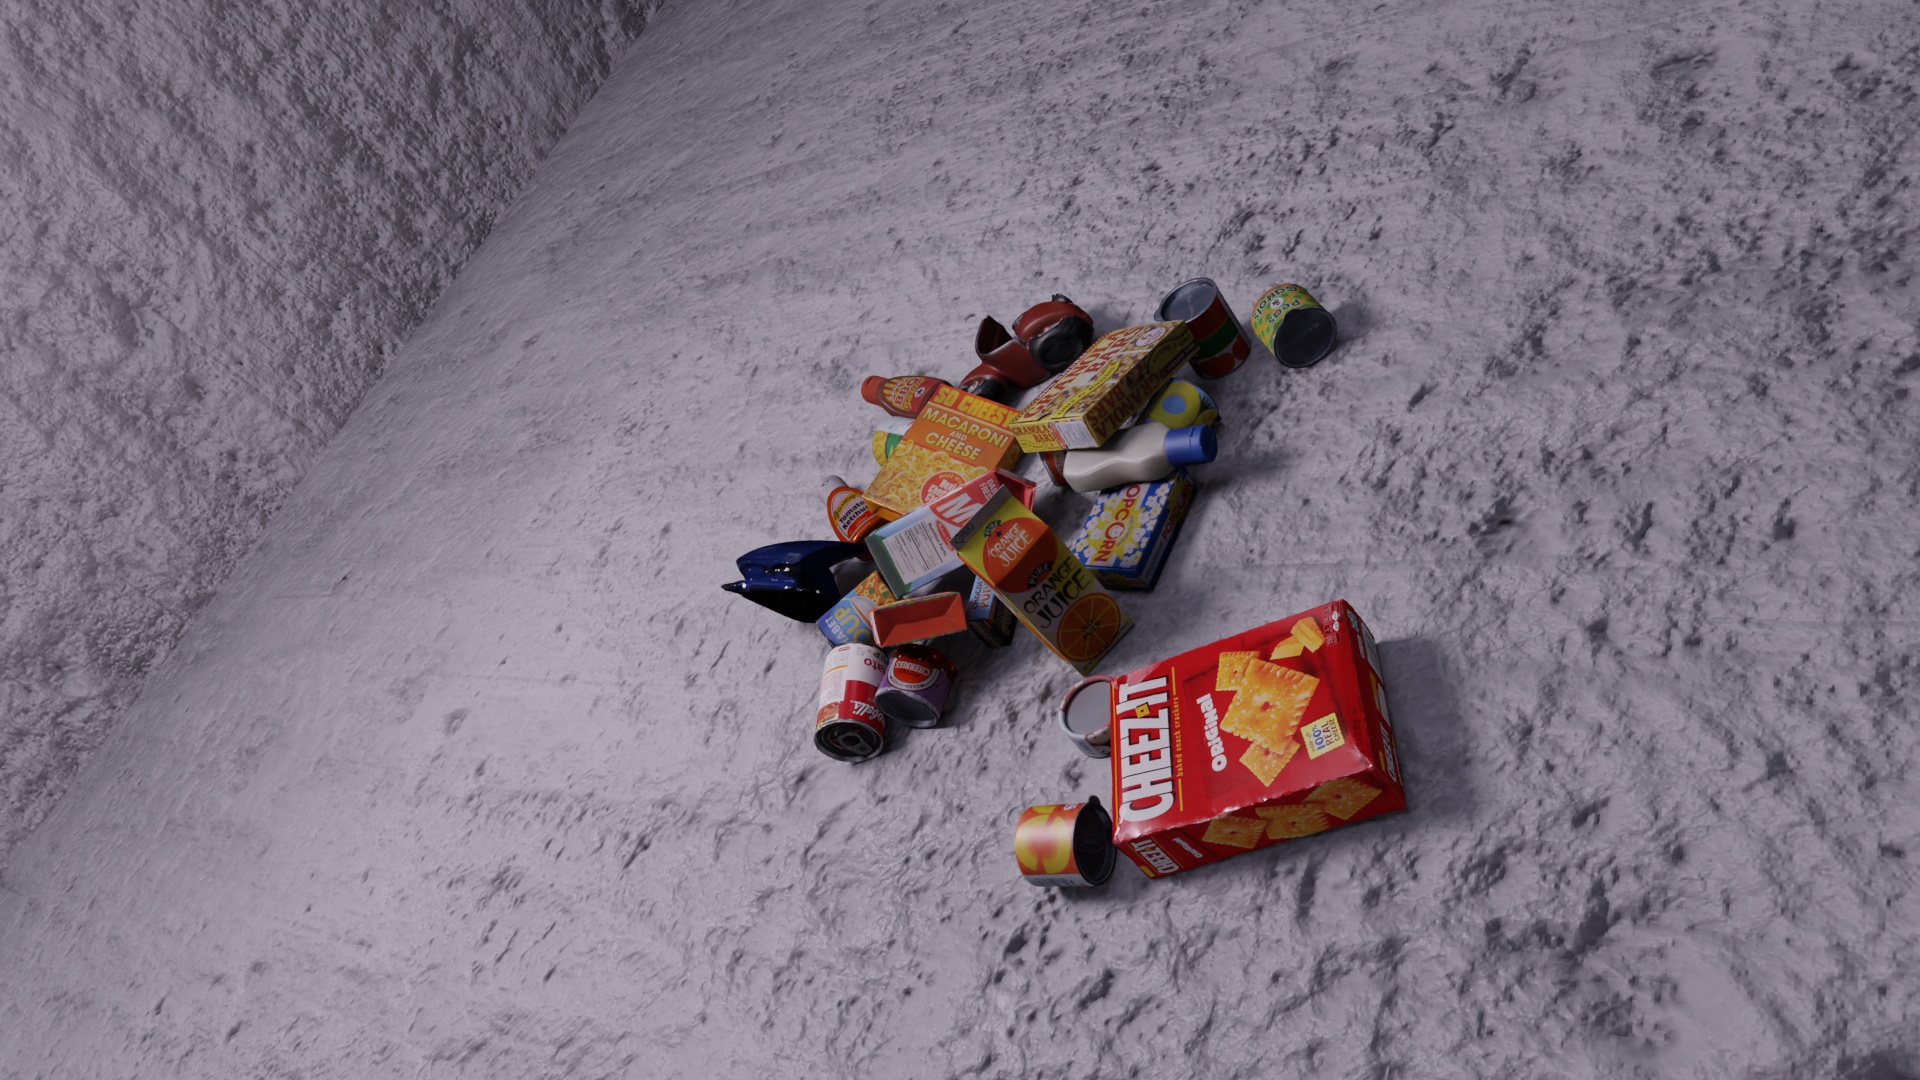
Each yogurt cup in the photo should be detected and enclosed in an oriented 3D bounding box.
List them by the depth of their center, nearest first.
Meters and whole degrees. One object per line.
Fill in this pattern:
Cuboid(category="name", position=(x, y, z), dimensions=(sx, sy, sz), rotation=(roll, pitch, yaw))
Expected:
Cuboid(category="yogurt cup", position=(0.111, -0.097, 1.448), dimensions=(0.054, 0.072, 0.073), rotation=(-25, 39, 10))

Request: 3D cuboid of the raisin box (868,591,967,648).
Cuboid(category="raisin box", position=(-0.044, 0.076, 1.356), dimensions=(0.086, 0.040, 0.123), rotation=(-12, -1, -6))

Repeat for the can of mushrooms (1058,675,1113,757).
Cuboid(category="can of mushrooms", position=(0.122, 0.151, 1.210), dimensions=(0.071, 0.033, 0.071), rotation=(-25, 39, 23))

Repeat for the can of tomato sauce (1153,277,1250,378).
Cuboid(category="can of tomato sauce", position=(0.249, -0.216, 1.424), dimensions=(0.071, 0.083, 0.071), rotation=(-25, 40, 23))

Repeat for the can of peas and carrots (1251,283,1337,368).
Cuboid(category="can of peas and carrots", position=(0.325, -0.213, 1.362), dimensions=(0.071, 0.070, 0.059), rotation=(-35, 36, 10))

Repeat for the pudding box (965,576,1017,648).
Cuboid(category="pudding box", position=(0.035, 0.058, 1.371), dimensions=(0.030, 0.049, 0.084), rotation=(-11, 46, 34))

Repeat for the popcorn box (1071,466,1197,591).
Cuboid(category="popcorn box", position=(0.164, -0.013, 1.334), dimensions=(0.085, 0.038, 0.127), rotation=(1, 54, 44))

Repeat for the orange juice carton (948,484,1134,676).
Cuboid(category="orange juice carton", position=(0.067, 0.032, 1.247), dimensions=(0.072, 0.192, 0.073), rotation=(-47, 35, -4))

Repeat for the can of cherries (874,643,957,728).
Cuboid(category="can of cherries", position=(-0.043, 0.139, 1.342), dimensions=(0.071, 0.071, 0.059), rotation=(-6, 49, 39))

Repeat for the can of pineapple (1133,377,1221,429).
Cuboid(category="can of pineapple", position=(0.214, -0.118, 1.373), dimensions=(0.071, 0.071, 0.058), rotation=(13, 63, 48))

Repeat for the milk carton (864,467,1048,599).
Cuboid(category="milk carton", position=(0.005, -0.018, 1.423), dimensions=(0.190, 0.073, 0.072), rotation=(-27, 4, 6))

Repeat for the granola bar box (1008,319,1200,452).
Cuboid(category="granola bar box", position=(0.142, -0.155, 1.388), dimensions=(0.166, 0.039, 0.124), rotation=(-44, 23, -25))

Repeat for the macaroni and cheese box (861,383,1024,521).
Cuboid(category="macaroni and cheese box", position=(-0.012, -0.084, 1.534), dimensions=(0.124, 0.040, 0.167), rotation=(23, 68, 28))

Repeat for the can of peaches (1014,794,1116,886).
Cuboid(category="can of peaches", position=(0.085, 0.243, 1.122), dimensions=(0.058, 0.071, 0.071), rotation=(-13, 45, 35))

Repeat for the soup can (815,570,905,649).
Cuboid(category="soup can", position=(-0.099, 0.083, 1.451), dimensions=(0.084, 0.071, 0.071), rotation=(-41, 36, 2))

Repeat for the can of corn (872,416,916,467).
Cuboid(category="can of corn", position=(-0.060, -0.107, 1.614), dimensions=(0.058, 0.071, 0.071), rotation=(16, 65, 50))

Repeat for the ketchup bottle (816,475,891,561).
Cuboid(category="ketchup bottle", position=(-0.125, -0.032, 1.614), dimensions=(0.065, 0.043, 0.149), rotation=(-42, 36, -3))

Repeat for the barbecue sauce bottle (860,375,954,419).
Cuboid(category="barbecue sauce bottle", position=(-0.068, -0.176, 1.707), dimensions=(0.148, 0.043, 0.065), rotation=(20, 69, 51))

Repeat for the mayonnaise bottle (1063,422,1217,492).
Cuboid(category="mayonnaise bottle", position=(0.172, -0.083, 1.331), dimensions=(0.148, 0.041, 0.065), rotation=(-6, 47, 37))
